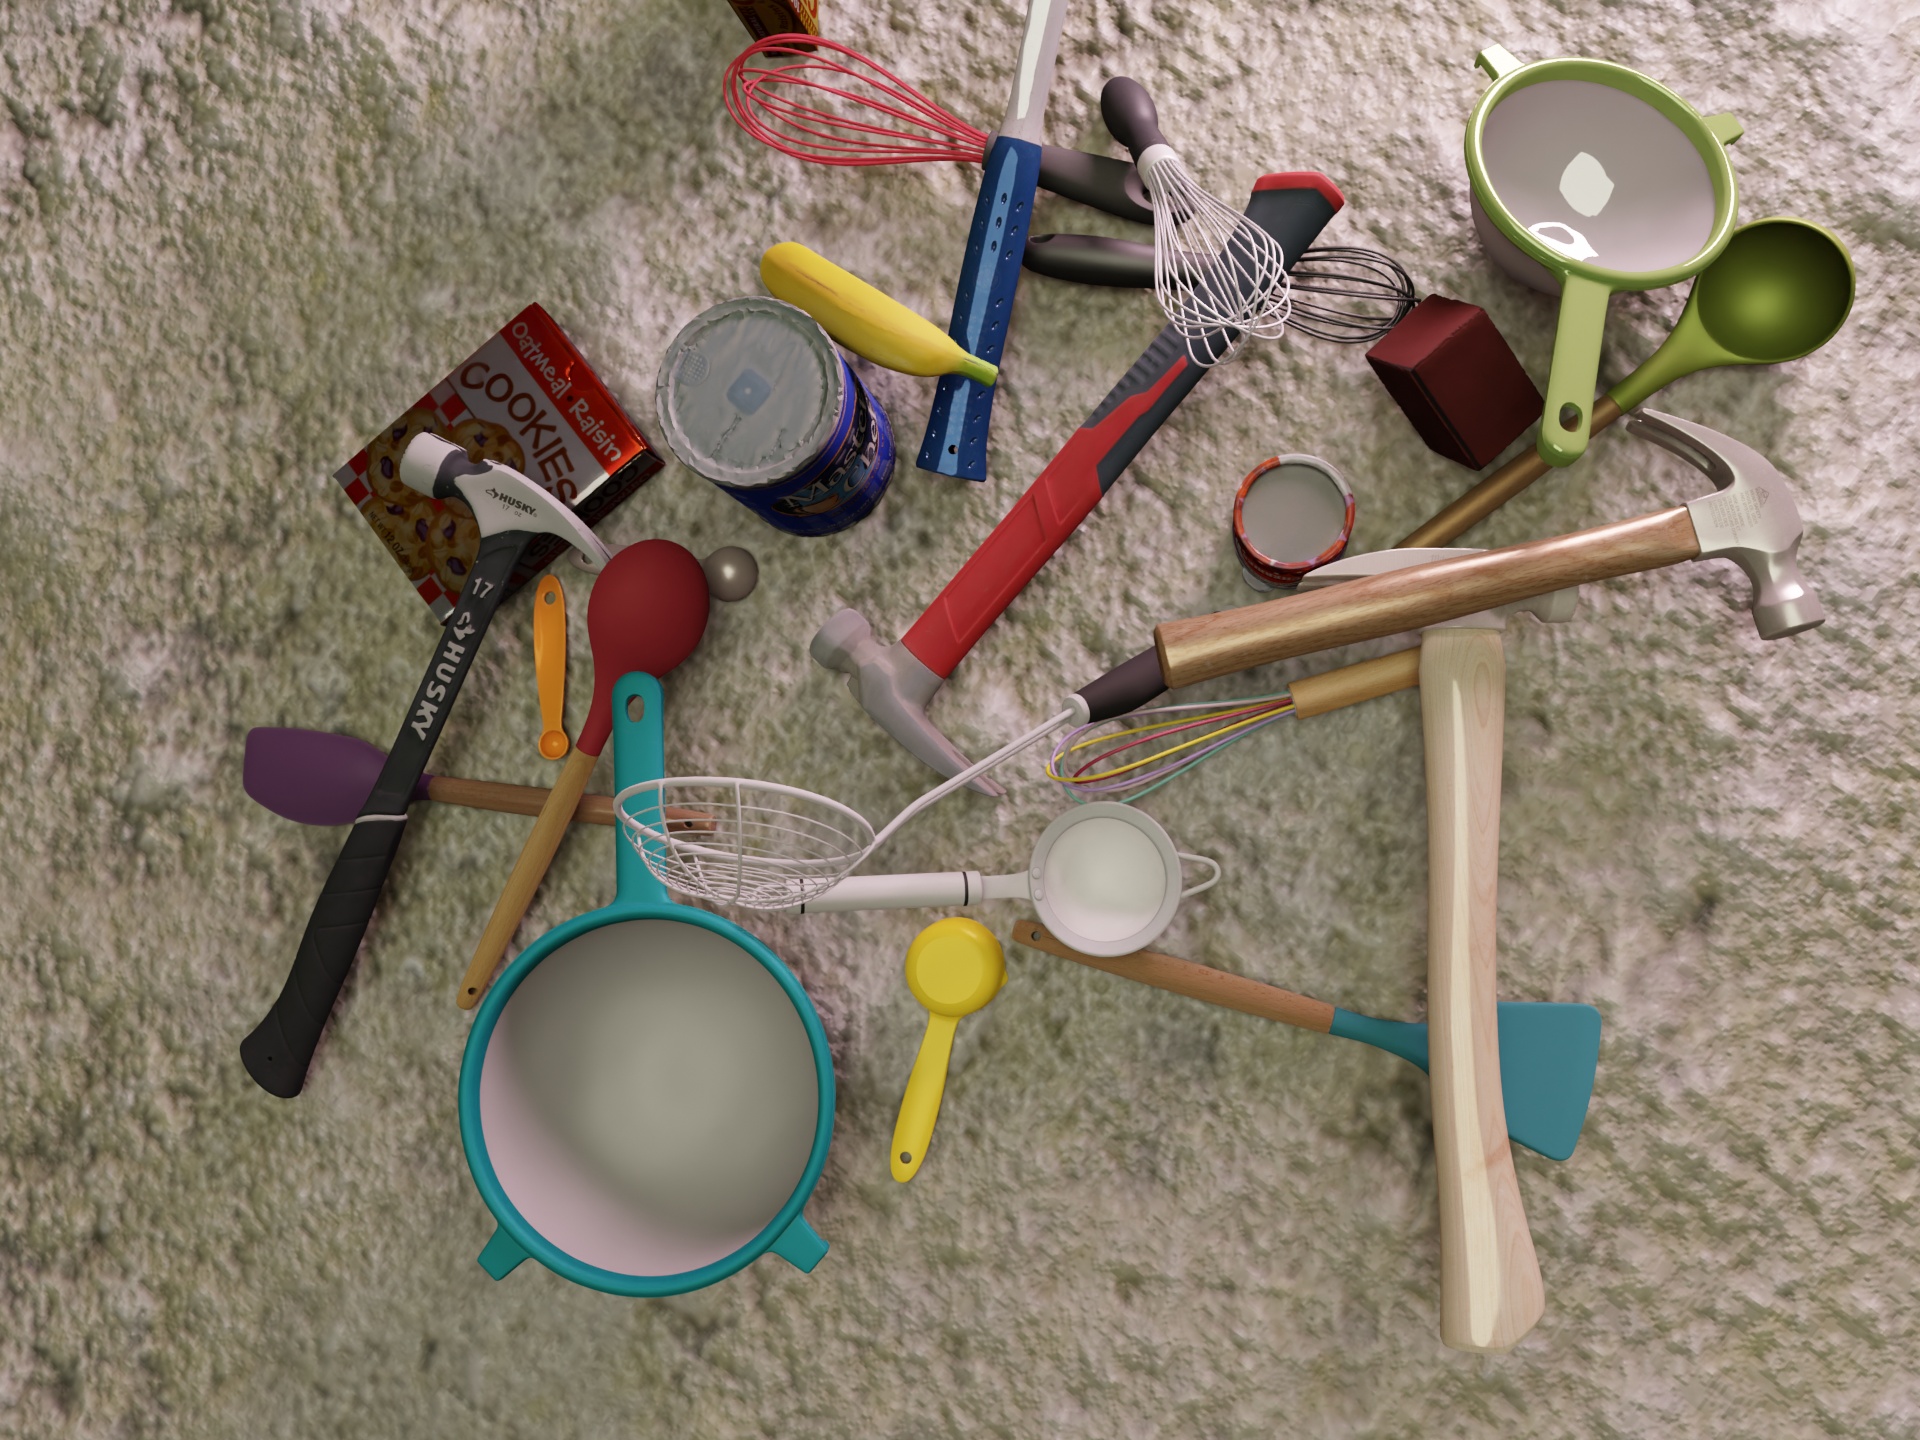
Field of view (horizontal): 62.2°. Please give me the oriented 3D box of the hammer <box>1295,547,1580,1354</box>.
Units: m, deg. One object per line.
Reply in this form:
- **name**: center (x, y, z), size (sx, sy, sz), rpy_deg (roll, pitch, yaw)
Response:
- **hammer**: center (0.252, 0.111, 0.830), size (0.146, 0.038, 0.411), rpy_deg (1, 79, 4)

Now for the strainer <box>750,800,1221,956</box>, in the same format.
- **strainer**: center (0.013, 0.092, 0.884), size (0.258, 0.050, 0.087), rpy_deg (-2, 79, -9)

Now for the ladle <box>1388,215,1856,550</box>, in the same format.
- **ladle**: center (0.338, -0.158, 0.871), size (0.320, 0.062, 0.078), rpy_deg (-37, 89, 8)

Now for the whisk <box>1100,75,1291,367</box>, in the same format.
- **whisk**: center (0.116, -0.282, 0.854), size (0.070, 0.070, 0.285), rpy_deg (-20, 45, 7)

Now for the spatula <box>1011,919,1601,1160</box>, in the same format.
- **spatula**: center (0.180, 0.156, 0.876), size (0.317, 0.044, 0.082), rpy_deg (14, 83, 12)

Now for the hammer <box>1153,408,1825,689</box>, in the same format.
- **hammer**: center (0.264, -0.073, 0.828), size (0.331, 0.031, 0.130), rpy_deg (-13, 79, 3)

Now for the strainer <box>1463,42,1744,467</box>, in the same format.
- **strainer**: center (0.324, -0.234, 0.850), size (0.151, 0.069, 0.256), rpy_deg (16, 69, -1)

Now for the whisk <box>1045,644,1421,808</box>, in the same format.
- **whisk**: center (0.166, -0.002, 0.893), size (0.245, 0.047, 0.051), rpy_deg (-16, 81, 5)

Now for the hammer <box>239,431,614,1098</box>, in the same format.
- **hammer**: center (-0.335, 0.043, 0.956), size (0.149, 0.036, 0.409), rpy_deg (26, 97, 1)

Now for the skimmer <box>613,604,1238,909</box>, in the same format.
- **skimmer**: center (-0.001, -0.003, 0.837), size (0.363, 0.127, 0.090), rpy_deg (-29, 81, -25)

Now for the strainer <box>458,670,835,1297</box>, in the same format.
- **strainer**: center (-0.171, 0.146, 0.912), size (0.211, 0.095, 0.340), rpy_deg (-4, 82, 6)

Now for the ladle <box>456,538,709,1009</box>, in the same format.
- **ladle**: center (-0.232, 0.039, 0.938), size (0.069, 0.031, 0.315), rpy_deg (23, 104, -23)

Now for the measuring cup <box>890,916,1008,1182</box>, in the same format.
- **measuring cup**: center (-0.017, 0.190, 0.912), size (0.062, 0.029, 0.156), rpy_deg (14, 86, 11)

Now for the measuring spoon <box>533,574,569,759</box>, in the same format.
- **measuring spoon**: center (-0.252, -0.033, 0.985), size (0.021, 0.011, 0.117), rpy_deg (-6, 81, 10)

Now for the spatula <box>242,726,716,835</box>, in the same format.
- **spatula**: center (-0.301, 0.047, 0.980), size (0.316, 0.018, 0.060), rpy_deg (6, 93, 11)

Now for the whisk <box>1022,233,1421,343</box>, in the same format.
- **whisk**: center (0.146, -0.254, 0.917), size (0.239, 0.055, 0.055), rpy_deg (12, 87, 15)

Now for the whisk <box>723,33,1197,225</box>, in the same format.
- **whisk**: center (-0.002, -0.346, 0.947), size (0.296, 0.073, 0.073), rpy_deg (18, 88, 5)

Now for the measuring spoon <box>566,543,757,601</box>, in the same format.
- **measuring spoon**: center (-0.185, -0.095, 0.973), size (0.124, 0.018, 0.034), rpy_deg (7, 87, 11)

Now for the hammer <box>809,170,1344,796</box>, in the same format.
- **hammer**: center (0.085, -0.136, 0.893), size (0.143, 0.038, 0.386), rpy_deg (43, 102, 9)

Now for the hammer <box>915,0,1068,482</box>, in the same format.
- **hammer**: center (0.030, -0.341, 0.902), size (0.144, 0.035, 0.405), rpy_deg (12, 100, -1)
